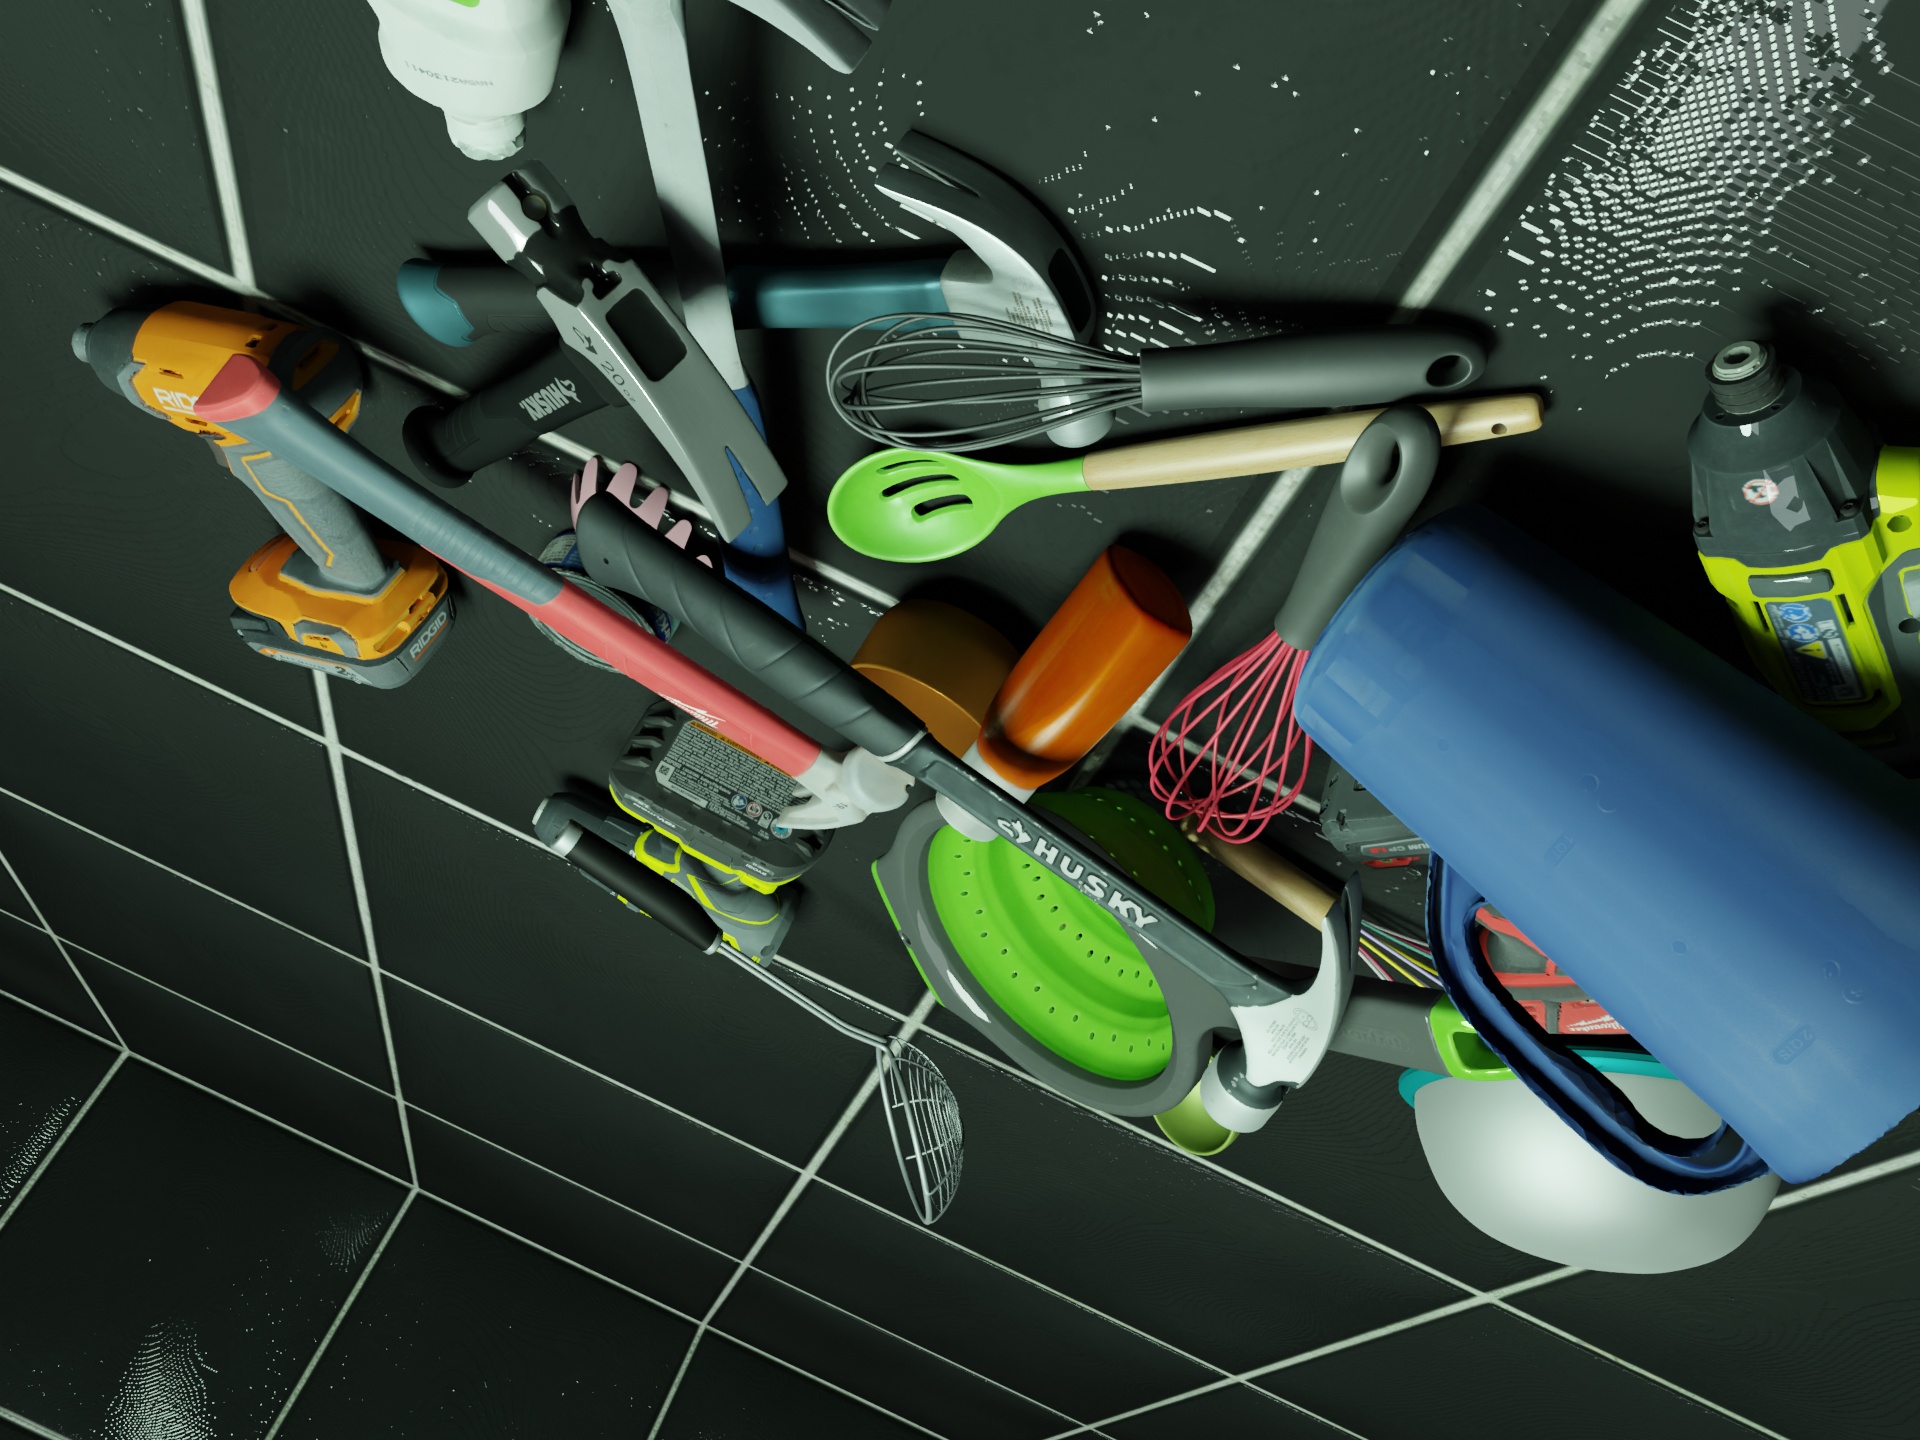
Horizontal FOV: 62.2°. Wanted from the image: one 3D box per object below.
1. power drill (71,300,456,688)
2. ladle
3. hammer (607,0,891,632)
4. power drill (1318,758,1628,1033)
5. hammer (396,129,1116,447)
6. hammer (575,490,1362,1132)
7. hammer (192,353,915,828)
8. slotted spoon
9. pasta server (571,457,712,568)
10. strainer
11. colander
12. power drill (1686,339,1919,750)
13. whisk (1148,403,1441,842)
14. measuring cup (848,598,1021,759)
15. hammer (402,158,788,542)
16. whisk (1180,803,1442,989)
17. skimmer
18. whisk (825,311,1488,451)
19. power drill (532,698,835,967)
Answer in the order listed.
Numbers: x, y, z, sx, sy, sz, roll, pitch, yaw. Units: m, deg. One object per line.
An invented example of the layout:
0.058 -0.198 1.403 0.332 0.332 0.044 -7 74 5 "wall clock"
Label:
-0.386 -0.130 0.883 0.164 0.084 0.226 14 142 17 "power drill"
0.087 0.169 1.013 0.078 0.062 0.319 -5 135 48 "ladle"
-0.093 -0.144 0.639 0.144 0.035 0.405 18 153 10 "hammer"
0.275 0.074 0.736 0.143 0.079 0.219 -11 136 43 "power drill"
-0.102 -0.176 0.667 0.331 0.033 0.128 7 144 26 "hammer"
-0.009 0.018 0.697 0.409 0.036 0.149 35 138 12 "hammer"
-0.208 -0.055 0.823 0.386 0.038 0.143 34 158 -19 "hammer"
0.078 -0.104 0.656 0.314 0.031 0.070 -3 144 33 "slotted spoon"
-0.082 -0.031 0.870 0.316 0.040 0.060 35 146 -23 "pasta server"
0.302 0.224 0.825 0.211 0.095 0.340 -15 148 43 "strainer"
0.119 0.105 0.787 0.397 0.094 0.204 2 123 51 "colander"
0.350 -0.064 0.487 0.223 0.080 0.171 -4 138 42 "power drill"
0.138 -0.029 0.676 0.073 0.073 0.295 22 148 5 "whisk"
-0.001 -0.003 0.834 0.095 0.052 0.173 22 160 21 "measuring cup"
-0.188 -0.133 0.696 0.146 0.035 0.335 50 158 -21 "hammer"
0.222 0.119 0.868 0.245 0.047 0.051 34 138 -6 "whisk"
-0.132 0.199 1.037 0.363 0.090 0.127 39 -179 -20 "skimmer"
0.067 -0.127 0.576 0.239 0.055 0.055 -2 142 8 "whisk"
-0.183 0.074 1.040 0.190 0.080 0.228 28 150 -6 "power drill"
